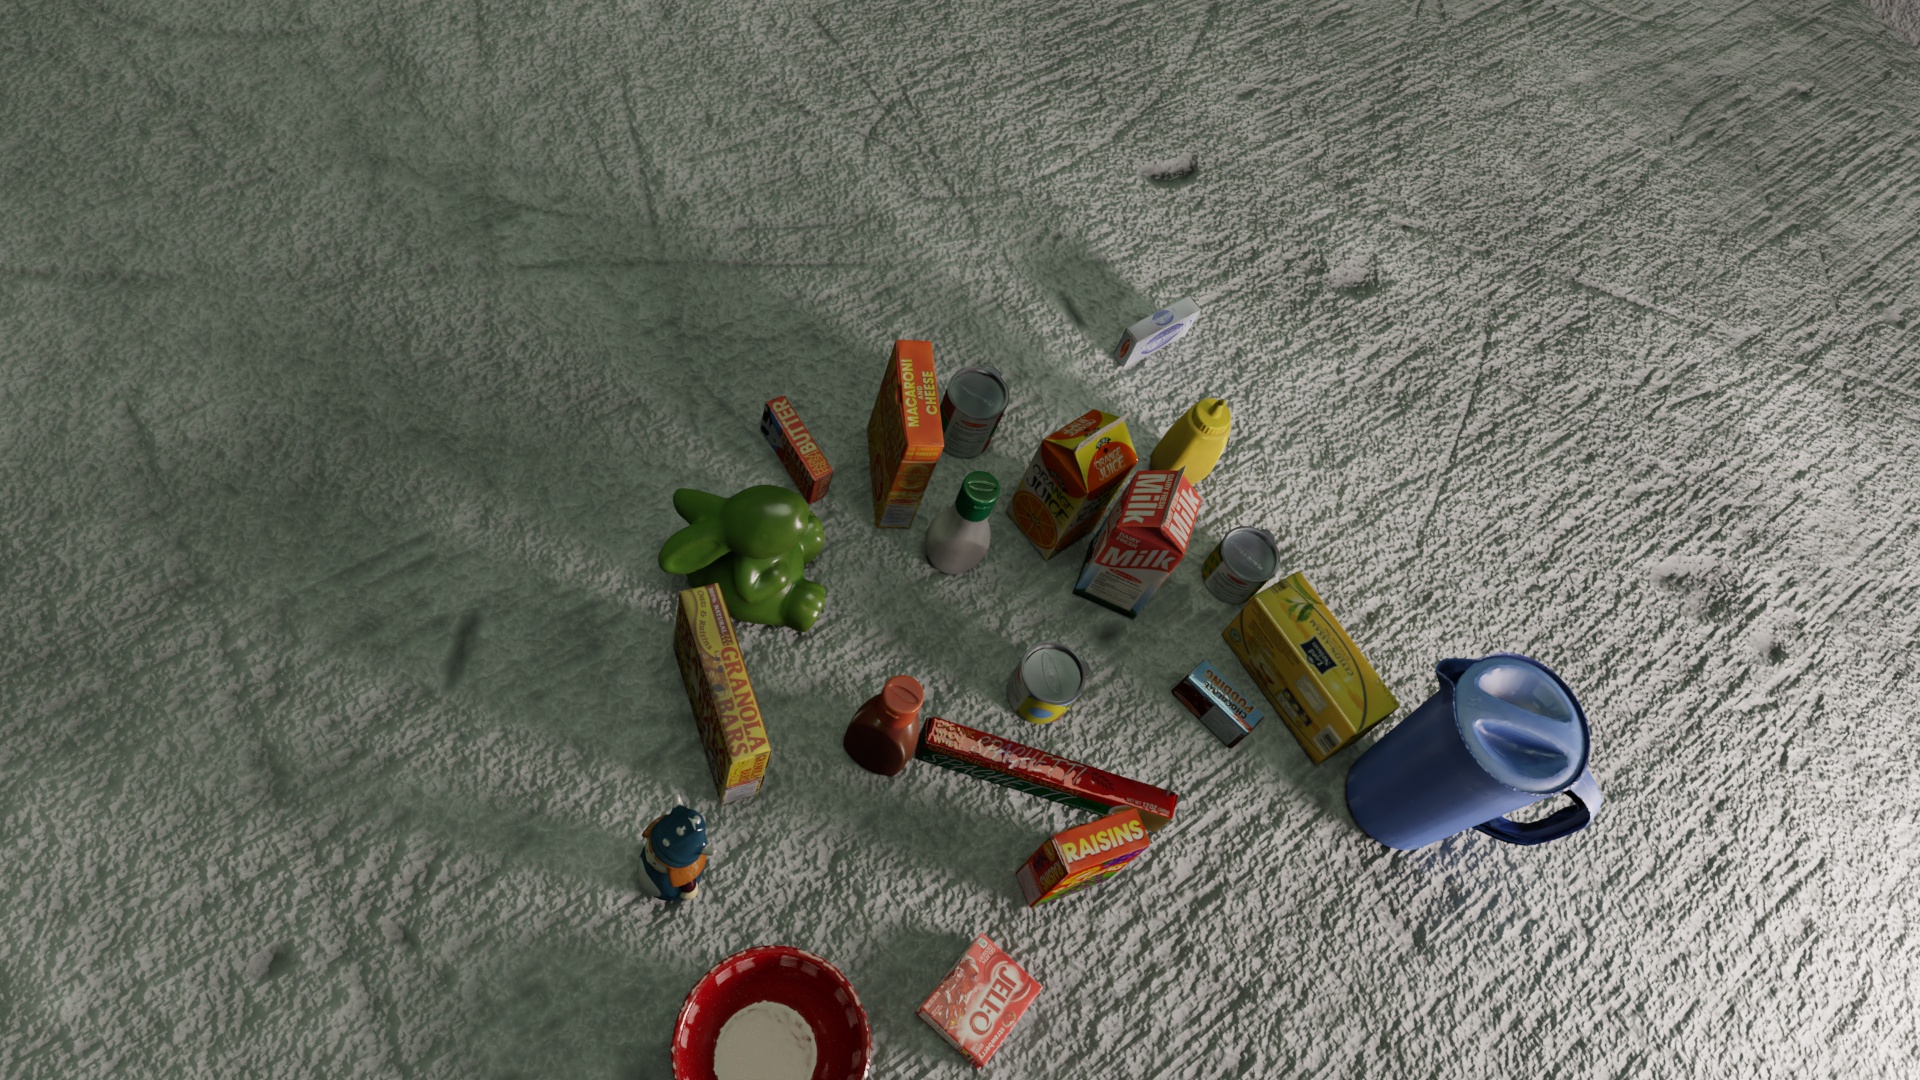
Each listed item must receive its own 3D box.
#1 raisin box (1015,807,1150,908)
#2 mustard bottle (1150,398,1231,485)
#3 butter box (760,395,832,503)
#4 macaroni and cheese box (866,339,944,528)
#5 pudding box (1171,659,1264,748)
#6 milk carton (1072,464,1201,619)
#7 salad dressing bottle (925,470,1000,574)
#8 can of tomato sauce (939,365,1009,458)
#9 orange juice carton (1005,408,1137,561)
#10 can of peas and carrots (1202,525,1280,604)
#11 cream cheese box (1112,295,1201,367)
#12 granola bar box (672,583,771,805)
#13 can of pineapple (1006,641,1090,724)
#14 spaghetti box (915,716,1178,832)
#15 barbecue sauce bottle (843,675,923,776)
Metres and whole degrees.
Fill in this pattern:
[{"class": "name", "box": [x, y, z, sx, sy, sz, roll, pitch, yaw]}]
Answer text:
[{"class": "raisin box", "box": [0.109, 0.286, 1.249, 0.086, 0.122, 0.040, -13, 67, -20]}, {"class": "mustard bottle", "box": [0.253, -0.110, 1.478, 0.065, 0.159, 0.049, -10, 66, -19]}, {"class": "butter box", "box": [-0.168, -0.093, 1.423, 0.024, 0.053, 0.104, -26, 71, -25]}, {"class": "macaroni and cheese box", "box": [-0.058, -0.104, 1.392, 0.040, 0.165, 0.124, 0, 63, -14]}, {"class": "pudding box", "box": [0.258, 0.164, 1.396, 0.084, 0.049, 0.030, 44, 61, 11]}, {"class": "milk carton", "box": [0.181, -0.002, 1.384, 0.073, 0.189, 0.073, 24, 59, -1]}, {"class": "salad dressing bottle", "box": [0.005, -0.017, 1.372, 0.064, 0.147, 0.044, 8, 61, -10]}, {"class": "can of tomato sauce", "box": [0.010, -0.137, 1.476, 0.071, 0.082, 0.071, 6, 61, -11]}, {"class": "orange juice carton", "box": [0.116, -0.064, 1.399, 0.072, 0.191, 0.073, -32, 74, -26]}, {"class": "can of peas and carrots", "box": [0.299, 0.025, 1.476, 0.071, 0.058, 0.071, 6, 61, -11]}, {"class": "cream cheese box", "box": [0.226, -0.241, 1.605, 0.104, 0.053, 0.024, -30, 73, -26]}, {"class": "granola bar box", "box": [-0.215, 0.138, 1.245, 0.039, 0.123, 0.166, -13, 66, -20]}, {"class": "can of pineapple", "box": [0.085, 0.140, 1.359, 0.071, 0.057, 0.071, 6, 61, -11]}, {"class": "spaghetti box", "box": [0.080, 0.223, 1.318, 0.250, 0.050, 0.029, 18, 60, -4]}, {"class": "barbecue sauce bottle", "box": [-0.065, 0.166, 1.254, 0.065, 0.147, 0.044, 31, 60, 3]}]
